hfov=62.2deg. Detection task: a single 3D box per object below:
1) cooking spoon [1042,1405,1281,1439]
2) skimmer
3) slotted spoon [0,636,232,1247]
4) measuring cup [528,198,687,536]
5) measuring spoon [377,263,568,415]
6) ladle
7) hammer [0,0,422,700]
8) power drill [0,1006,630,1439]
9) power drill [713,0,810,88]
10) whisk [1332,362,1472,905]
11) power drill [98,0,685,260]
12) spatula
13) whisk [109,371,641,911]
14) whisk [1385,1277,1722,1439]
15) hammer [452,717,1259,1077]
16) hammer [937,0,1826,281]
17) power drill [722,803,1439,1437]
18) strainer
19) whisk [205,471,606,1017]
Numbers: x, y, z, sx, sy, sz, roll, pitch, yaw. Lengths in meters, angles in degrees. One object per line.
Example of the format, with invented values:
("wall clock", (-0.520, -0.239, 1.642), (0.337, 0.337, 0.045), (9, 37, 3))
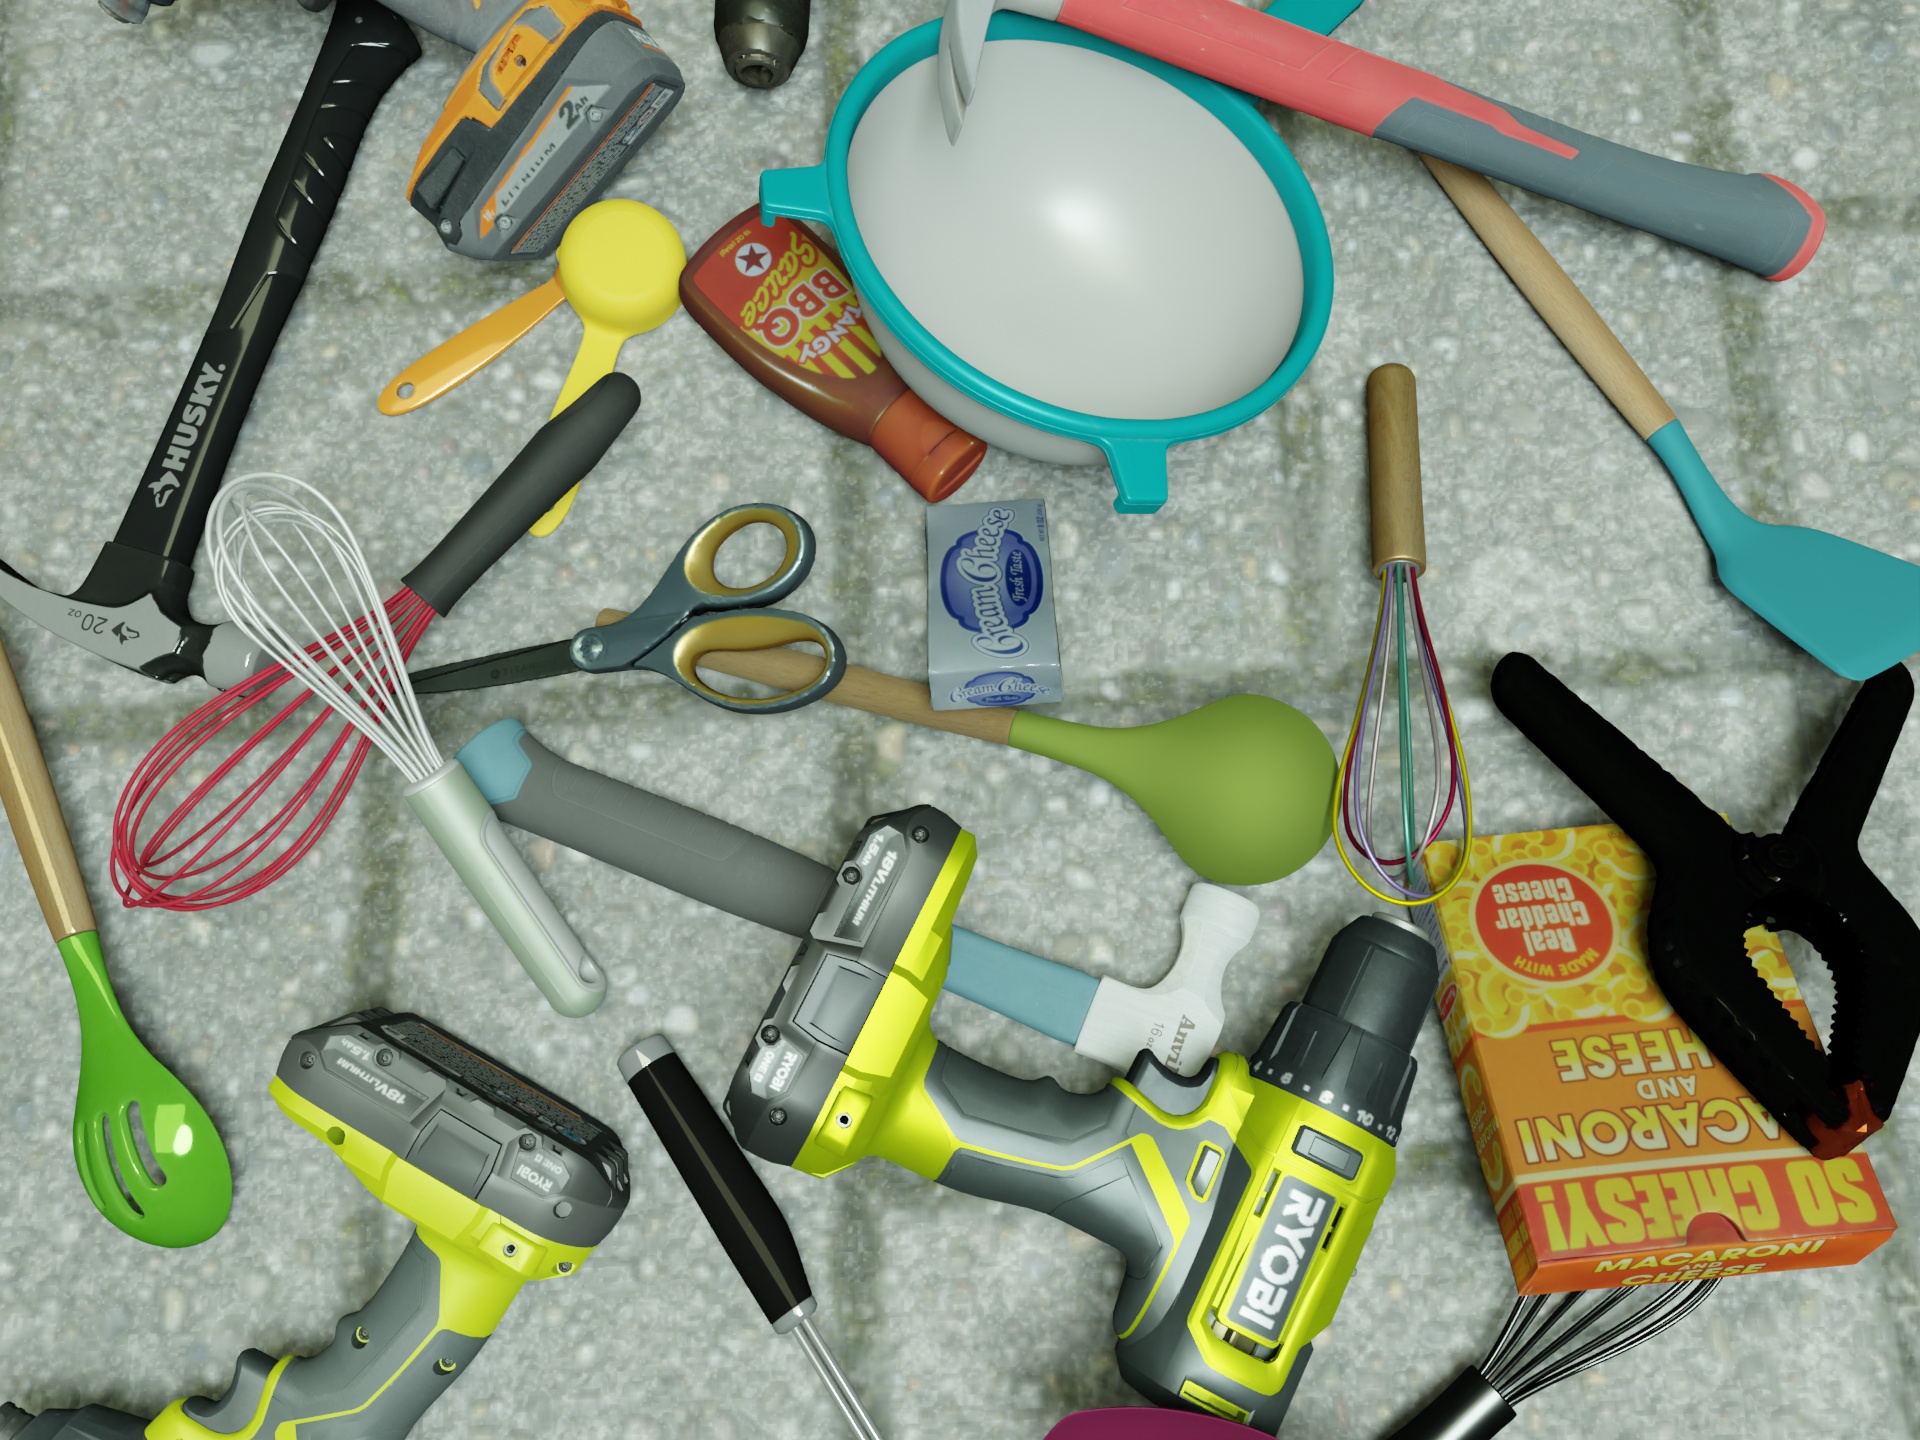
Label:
("cooking spoon", (0.173, 0.276, 0.550), (0.318, 0.017, 0.068), (17, 122, -14))
("skimmer", (-0.048, 0.280, 0.568), (0.090, 0.127, 0.363), (-18, 67, -47))
("slotted spoon", (-0.366, 0.064, 0.640), (0.070, 0.031, 0.314), (-25, 82, 18))
("measuring cup", (-0.163, -0.156, 0.699), (0.062, 0.029, 0.156), (17, 81, -9))
("measuring spoon", (-0.214, -0.174, 0.717), (0.117, 0.011, 0.021), (-37, 79, -7))
("ladle", (-0.001, -0.002, 0.663), (0.320, 0.062, 0.078), (14, 87, 12))
("hammer", (-0.322, -0.183, 0.711), (0.146, 0.035, 0.335), (15, 78, 4))
("power drill", (-0.240, 0.228, 0.588), (0.171, 0.080, 0.223), (30, 82, 0))
("power drill", (-0.168, -0.385, 0.734), (0.226, 0.080, 0.188), (2, 78, -1))
("whisk", (0.175, -0.043, 0.644), (0.047, 0.051, 0.245), (-10, 61, 29))
("power drill", (-0.248, -0.301, 0.668), (0.226, 0.084, 0.164), (45, 106, -8))
("spatula", (0.292, -0.151, 0.681), (0.082, 0.044, 0.318), (-28, 76, -20))
("whisk", (-0.235, -0.036, 0.657), (0.073, 0.073, 0.296), (39, 80, 9))
("whisk", (0.197, 0.249, 0.592), (0.239, 0.055, 0.055), (-42, 79, -3))
("hammer", (-0.055, 0.074, 0.646), (0.331, 0.033, 0.128), (21, 78, 6))
("hammer", (0.181, -0.242, 0.655), (0.386, 0.038, 0.143), (15, 64, -10))
("power drill", (0.050, 0.123, 0.575), (0.228, 0.080, 0.190), (27, 80, 0))
("strainer", (0.076, -0.225, 0.691), (0.211, 0.095, 0.340), (39, 60, 3))
("whisk", (-0.208, 0.015, 0.615), (0.059, 0.058, 0.246), (-26, 106, 14))
